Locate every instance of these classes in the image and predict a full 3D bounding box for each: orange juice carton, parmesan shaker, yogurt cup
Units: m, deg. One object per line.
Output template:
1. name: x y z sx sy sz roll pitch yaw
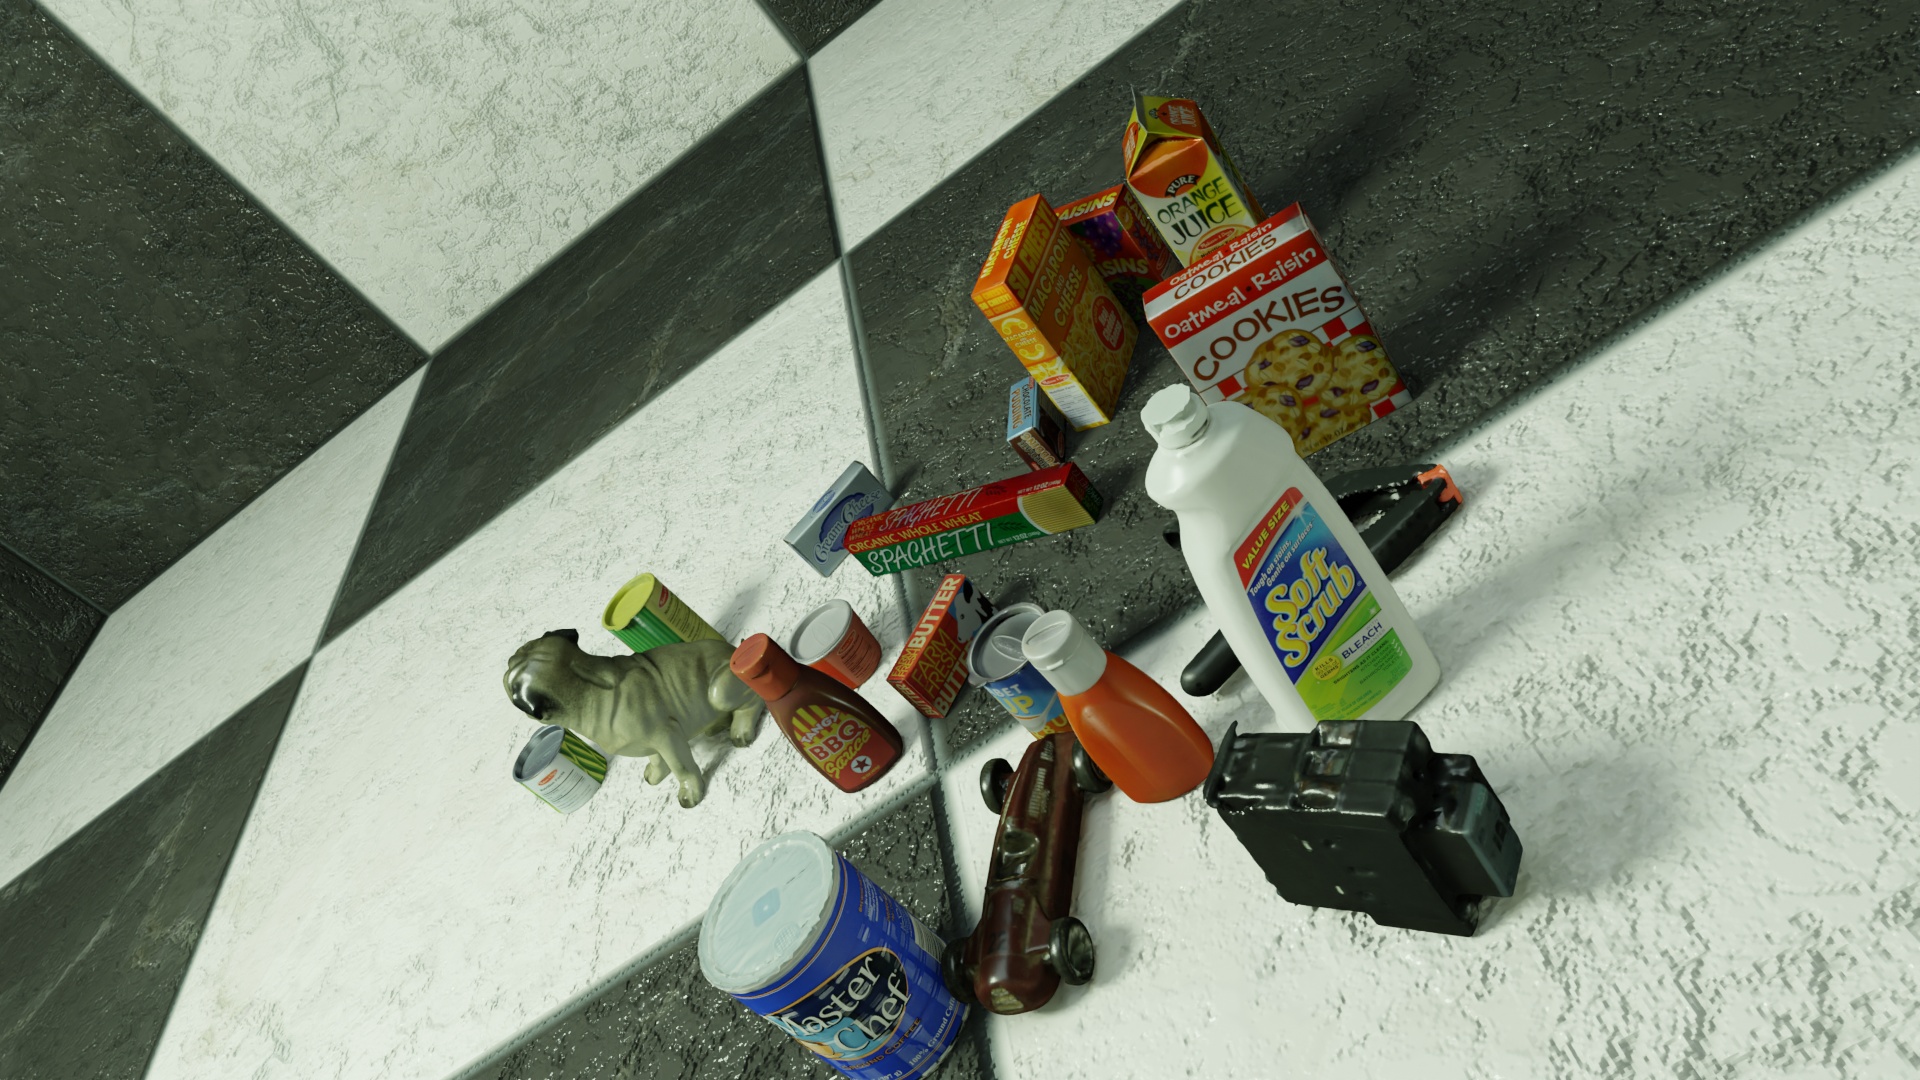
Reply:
1. orange juice carton: 0.196 -0.296 1.174 0.073 0.192 0.072 -27 34 24
2. parmesan shaker: -0.279 0.089 1.311 0.071 0.103 0.072 -29 34 21
3. yogurt cup: -0.103 0.090 1.163 0.072 0.054 0.073 -29 34 21

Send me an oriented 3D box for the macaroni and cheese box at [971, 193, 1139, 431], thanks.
1. macaroni and cheese box: 0.084 -0.195 1.198 0.040 0.166 0.124 -15 40 38

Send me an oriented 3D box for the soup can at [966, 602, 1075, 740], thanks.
1. soup can: 0.053 0.095 0.956 0.071 0.083 0.072 -29 34 21

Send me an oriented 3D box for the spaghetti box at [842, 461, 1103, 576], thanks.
1. spaghetti box: 0.004 -0.015 1.177 0.249 0.050 0.029 -14 41 38

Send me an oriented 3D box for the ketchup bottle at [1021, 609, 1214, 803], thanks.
1. ketchup bottle: 0.093 0.101 0.842 0.064 0.148 0.044 -28 34 23

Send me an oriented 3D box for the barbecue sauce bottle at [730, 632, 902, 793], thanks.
1. barbecue sauce bottle: -0.110 0.126 1.035 0.065 0.148 0.044 -38 31 7

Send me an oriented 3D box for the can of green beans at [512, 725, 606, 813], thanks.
1. can of green beans: -0.377 0.215 1.309 0.071 0.057 0.071 -29 34 21

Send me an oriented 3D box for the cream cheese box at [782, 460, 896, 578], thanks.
1. cream cheese box: -0.113 -0.020 1.310 0.104 0.053 0.024 -49 32 -11

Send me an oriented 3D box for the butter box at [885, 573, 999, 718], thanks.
1. butter box: -0.012 0.081 1.074 0.024 0.053 0.104 -2 49 47

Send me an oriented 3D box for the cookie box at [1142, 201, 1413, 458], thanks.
1. cookie box: 0.222 -0.136 0.972 0.122 0.167 0.040 -29 33 21

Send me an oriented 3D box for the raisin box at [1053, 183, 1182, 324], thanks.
1. raisin box: 0.140 -0.252 1.249 0.086 0.123 0.040 -9 44 42

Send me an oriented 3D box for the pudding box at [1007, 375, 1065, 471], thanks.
1. pudding box: 0.067 -0.102 1.216 0.030 0.049 0.084 -26 35 25
